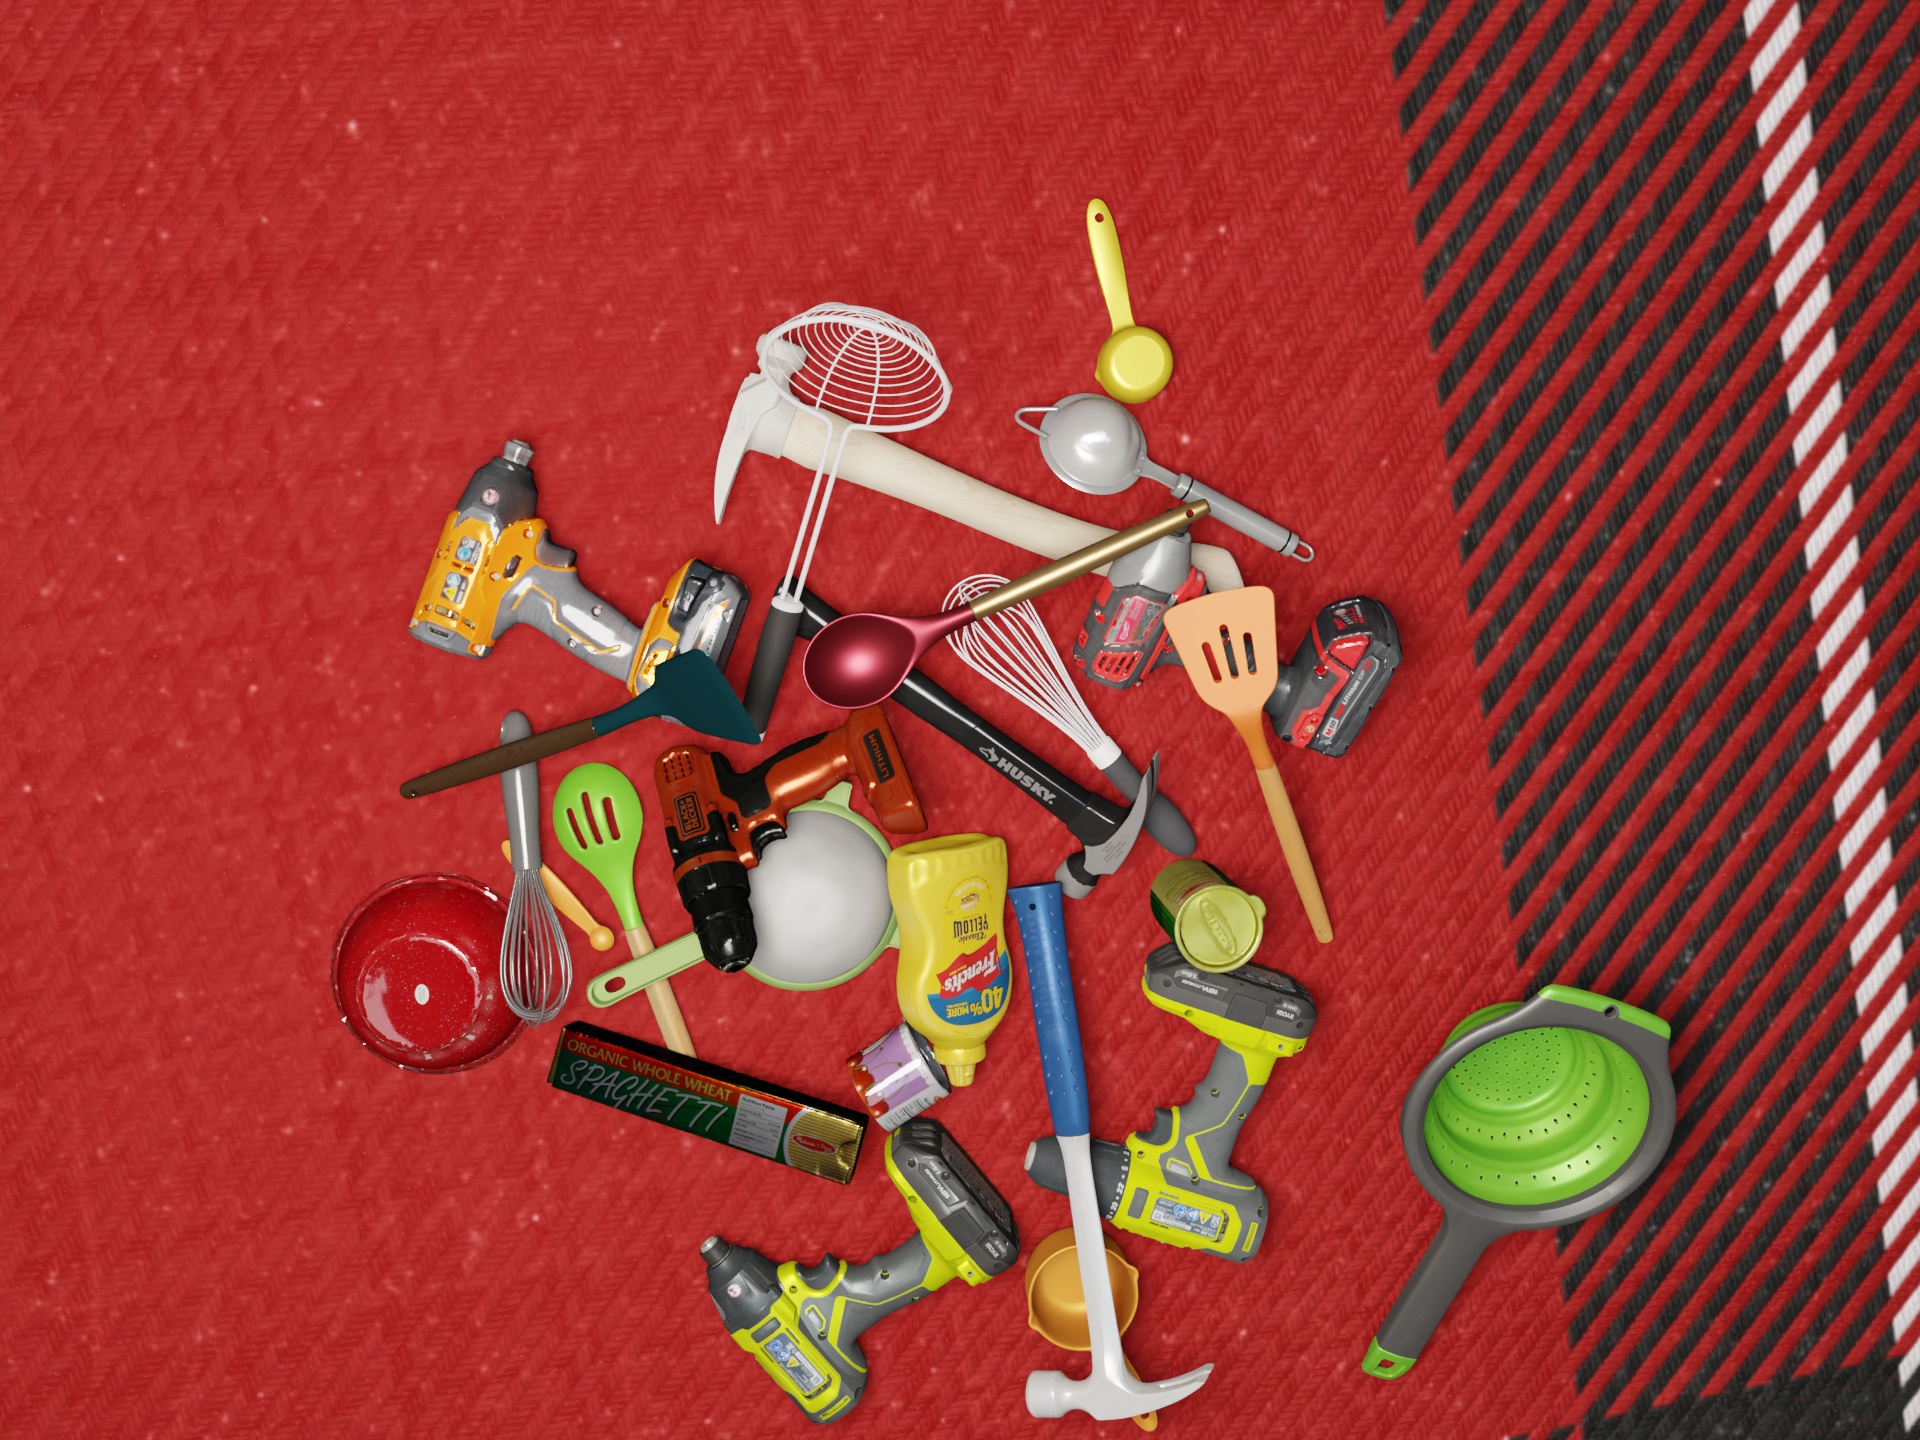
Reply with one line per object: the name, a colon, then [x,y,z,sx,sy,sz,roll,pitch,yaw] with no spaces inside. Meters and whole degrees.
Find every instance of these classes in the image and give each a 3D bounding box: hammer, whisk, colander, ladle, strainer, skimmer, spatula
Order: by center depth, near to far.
skimmer: [-0.108,-0.121,1.113,0.127,0.090,0.363,15,119,-10]
ladle: [0.032,-0.090,1.144,0.315,0.031,0.069,-24,99,8]
spatula: [-0.287,0.016,1.150,0.317,0.044,0.082,-17,119,22]
whisk: [-0.327,0.111,1.199,0.055,0.055,0.239,-6,84,-3]
strainer: [-0.162,0.160,1.202,0.256,0.069,0.151,-24,99,-9]
spatula: [0.237,0.045,1.202,0.081,0.041,0.322,-14,123,18]
hammer: [-0.002,-0.004,1.204,0.335,0.035,0.146,36,131,-1]
hammer: [0.093,0.325,1.211,0.144,0.035,0.405,-10,87,21]
hammer: [0.018,-0.153,1.213,0.410,0.038,0.146,20,96,-6]
strainer: [0.163,-0.185,1.215,0.258,0.050,0.087,26,67,-12]
whisk: [0.091,0.001,1.226,0.070,0.070,0.284,-42,102,1]
colander: [0.414,0.360,1.279,0.204,0.095,0.397,19,112,-6]

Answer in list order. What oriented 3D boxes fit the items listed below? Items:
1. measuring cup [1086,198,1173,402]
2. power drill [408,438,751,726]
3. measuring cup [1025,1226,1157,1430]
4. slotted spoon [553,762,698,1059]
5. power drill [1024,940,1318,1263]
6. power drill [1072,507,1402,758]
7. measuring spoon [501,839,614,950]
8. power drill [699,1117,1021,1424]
measuring cup: [0.122,-0.319,1.205,0.062,0.029,0.156,-15,98,-2]
power drill: [-0.276,-0.101,1.177,0.226,0.084,0.164,20,94,-2]
measuring cup: [0.114,0.488,1.280,0.095,0.052,0.173,-27,99,-1]
slotted spoon: [-0.242,0.184,1.236,0.070,0.031,0.313,-18,98,5]
power drill: [0.168,0.297,1.252,0.190,0.080,0.228,18,97,0]
power drill: [0.208,-0.067,1.190,0.219,0.079,0.143,19,121,-8]
measuring spoon: [-0.312,0.135,1.223,0.117,0.011,0.021,44,110,2]
power drill: [-0.080,0.423,1.249,0.223,0.080,0.171,-38,97,4]
